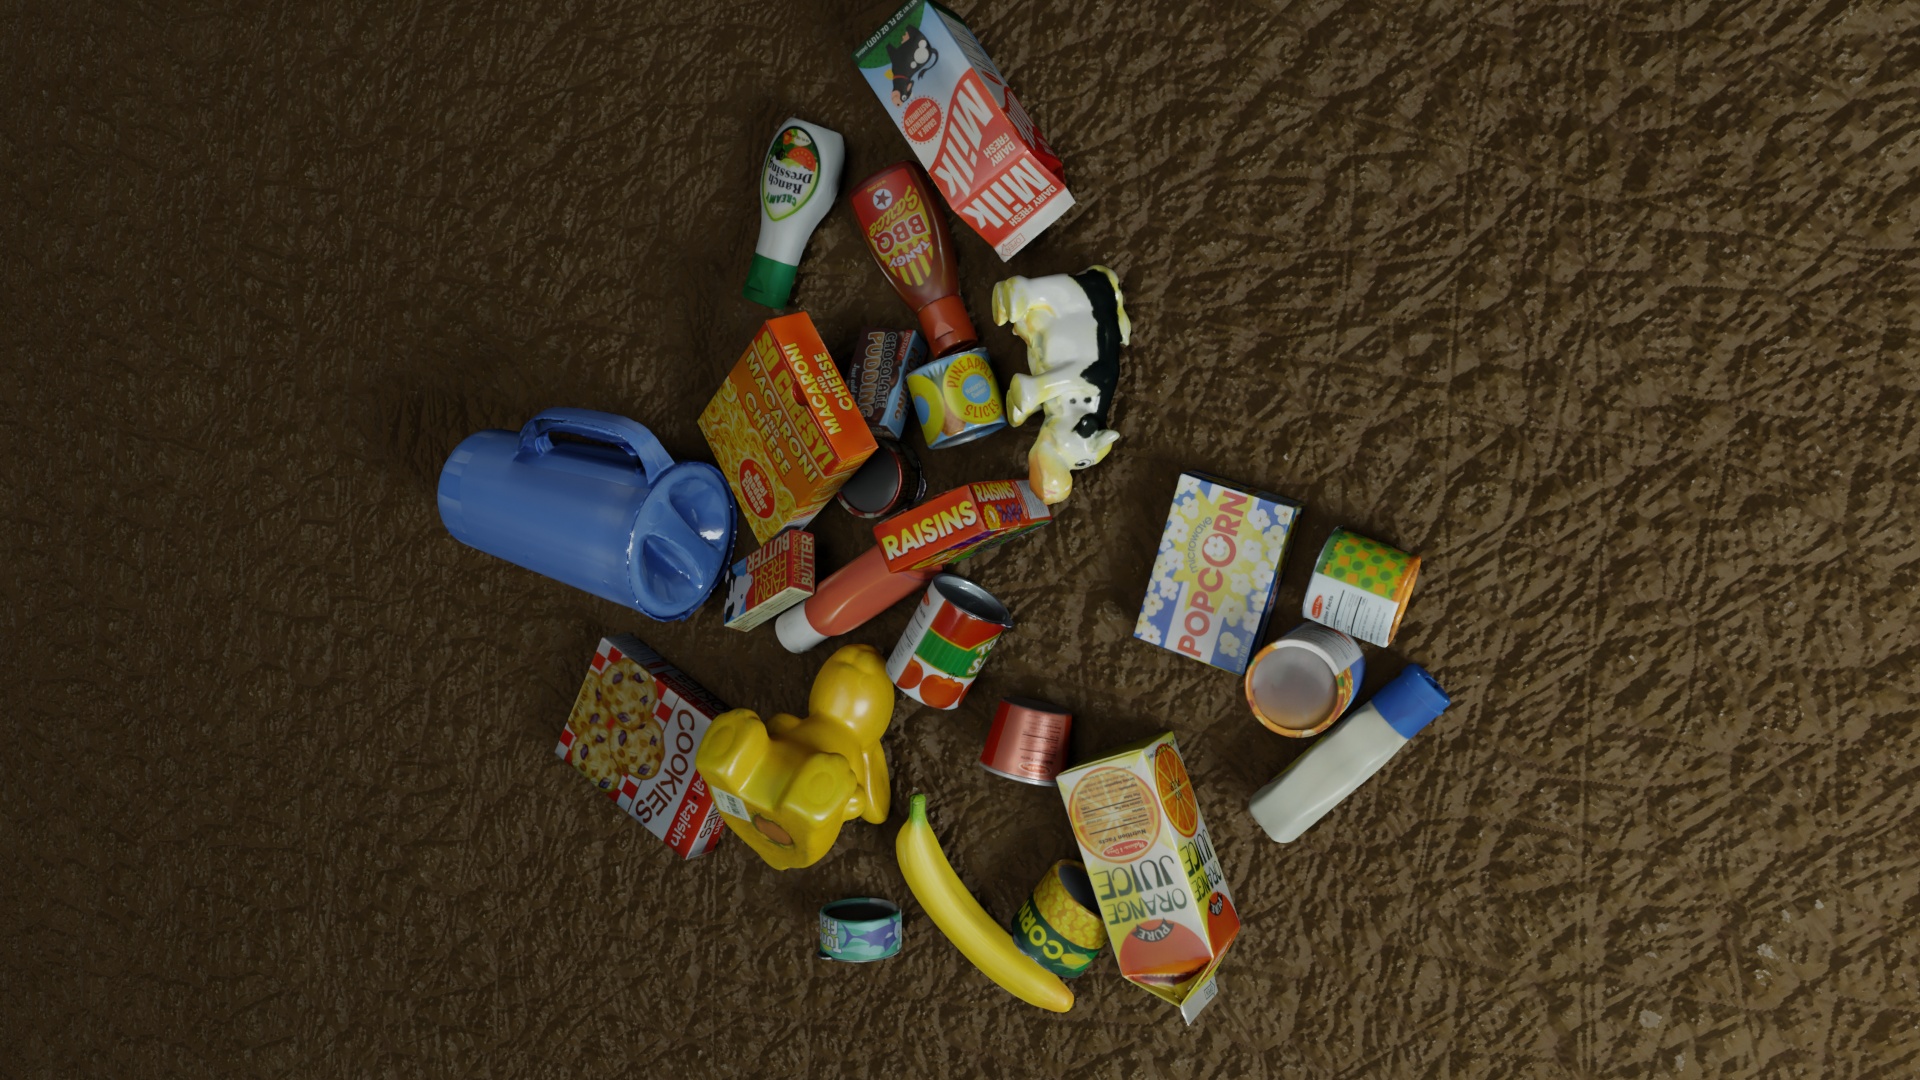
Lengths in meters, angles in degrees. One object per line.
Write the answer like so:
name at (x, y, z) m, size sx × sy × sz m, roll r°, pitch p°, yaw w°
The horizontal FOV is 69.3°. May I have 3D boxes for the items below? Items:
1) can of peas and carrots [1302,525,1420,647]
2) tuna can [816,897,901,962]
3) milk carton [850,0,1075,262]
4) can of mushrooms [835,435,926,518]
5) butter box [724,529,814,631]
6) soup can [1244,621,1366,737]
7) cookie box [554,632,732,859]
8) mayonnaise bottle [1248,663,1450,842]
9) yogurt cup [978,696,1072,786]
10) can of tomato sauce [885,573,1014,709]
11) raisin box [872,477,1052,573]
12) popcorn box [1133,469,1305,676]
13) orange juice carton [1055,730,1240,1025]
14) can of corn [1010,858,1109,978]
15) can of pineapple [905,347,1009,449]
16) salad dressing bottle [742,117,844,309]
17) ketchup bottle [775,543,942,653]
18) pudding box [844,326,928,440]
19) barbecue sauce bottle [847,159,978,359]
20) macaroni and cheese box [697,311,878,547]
can of peas and carrots at (0.269, 0.029, 0.929) m, size 0.059 × 0.071 × 0.070 m, roll 22°, pitch 103°, yaw 22°
tuna can at (-0.082, 0.311, 1.111) m, size 0.071 × 0.071 × 0.033 m, roll 1°, pitch 93°, yaw 26°
milk carton at (0.008, -0.302, 1.025) m, size 0.072 × 0.073 × 0.191 m, roll -37°, pitch 78°, yaw 23°
can of mushrooms at (-0.065, -0.050, 1.099) m, size 0.071 × 0.033 × 0.071 m, roll 2°, pitch 93°, yaw 26°
butter box at (-0.155, 0.033, 1.126) m, size 0.103 × 0.024 × 0.053 m, roll -29°, pitch 55°, yaw 44°
soup can at (0.233, 0.096, 0.939) m, size 0.071 × 0.084 × 0.071 m, roll 2°, pitch 95°, yaw 25°
cookie box at (-0.262, 0.177, 1.205) m, size 0.168 × 0.040 × 0.122 m, roll 32°, pitch 106°, yaw 21°
mayonnaise bottle at (0.263, 0.144, 0.941) m, size 0.147 × 0.065 × 0.041 m, roll -46°, pitch 71°, yaw 17°
yogurt cup at (0.052, 0.149, 1.041) m, size 0.072 × 0.072 × 0.054 m, roll 13°, pitch 91°, yaw 24°
can of tomato sauce at (-0.009, 0.079, 1.063) m, size 0.071 × 0.071 × 0.083 m, roll 35°, pitch 108°, yaw 19°
raisin box at (0.004, -0.013, 1.019) m, size 0.086 × 0.123 × 0.040 m, roll -23°, pitch 84°, yaw 26°
popcorn box at (0.182, 0.022, 0.983) m, size 0.085 × 0.038 × 0.126 m, roll 20°, pitch 102°, yaw 24°
orange juice carton at (0.142, 0.243, 0.998) m, size 0.073 × 0.072 × 0.192 m, roll -21°, pitch 84°, yaw 25°
can of corn at (0.079, 0.280, 1.031) m, size 0.071 × 0.071 × 0.058 m, roll 40°, pitch 108°, yaw 18°
can of pineapple at (-0.001, -0.106, 1.046) m, size 0.071 × 0.071 × 0.058 m, roll -20°, pitch 86°, yaw 25°
salad dressing bottle at (-0.137, -0.261, 1.114) m, size 0.064 × 0.044 × 0.147 m, roll 24°, pitch 103°, yaw 22°
ketchup bottle at (-0.086, 0.045, 1.102) m, size 0.148 × 0.065 × 0.043 m, roll -32°, pitch 69°, yaw 32°
pudding box at (-0.061, -0.122, 1.078) m, size 0.049 × 0.030 × 0.084 m, roll 10°, pitch 73°, yaw 25°
barbecue sauce bottle at (-0.031, -0.213, 1.067) m, size 0.065 × 0.044 × 0.148 m, roll -25°, pitch 83°, yaw 19°
macaroni and cheese box at (-0.140, -0.083, 1.087) m, size 0.124 × 0.040 × 0.165 m, roll 62°, pitch 144°, yaw 9°
